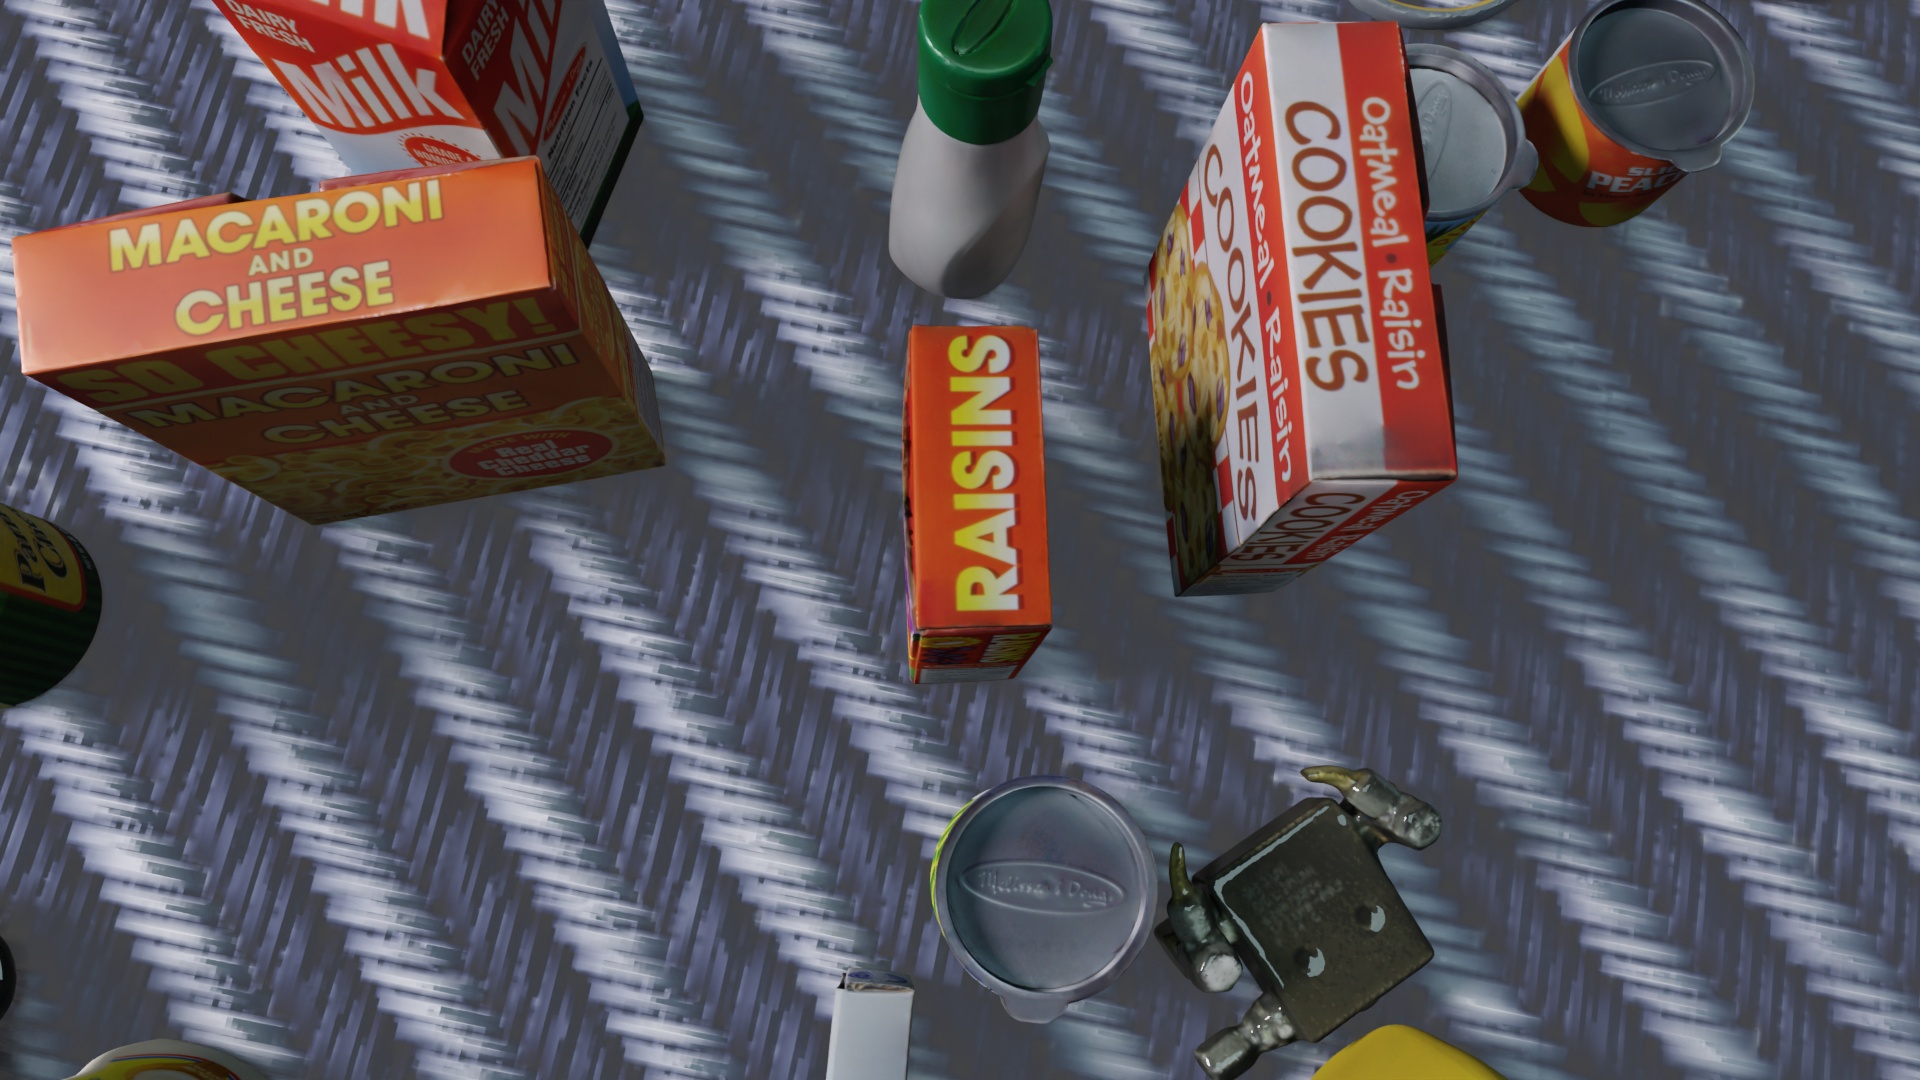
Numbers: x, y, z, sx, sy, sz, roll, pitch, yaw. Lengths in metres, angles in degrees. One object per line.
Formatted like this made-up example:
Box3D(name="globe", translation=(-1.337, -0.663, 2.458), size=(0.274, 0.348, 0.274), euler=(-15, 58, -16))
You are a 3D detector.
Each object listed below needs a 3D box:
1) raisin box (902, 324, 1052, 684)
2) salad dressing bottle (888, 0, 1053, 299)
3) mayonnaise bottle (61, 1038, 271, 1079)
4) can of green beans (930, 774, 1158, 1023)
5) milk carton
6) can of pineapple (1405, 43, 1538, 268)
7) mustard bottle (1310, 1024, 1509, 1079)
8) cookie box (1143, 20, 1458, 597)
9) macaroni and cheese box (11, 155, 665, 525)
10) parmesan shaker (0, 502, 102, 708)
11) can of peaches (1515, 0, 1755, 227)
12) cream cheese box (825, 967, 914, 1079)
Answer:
Box3D(name="raisin box", translation=(0.002, -0.005, 0.426), size=(0.040, 0.123, 0.086), euler=(-1, 78, -3))
Box3D(name="salad dressing bottle", translation=(0.004, -0.125, 0.440), size=(0.044, 0.147, 0.064), euler=(35, 79, 4))
Box3D(name="mayonnaise bottle", translation=(-0.230, 0.166, 0.362), size=(0.065, 0.147, 0.041), euler=(26, 78, 3))
Box3D(name="can of green beans", translation=(0.024, 0.108, 0.436), size=(0.071, 0.057, 0.071), euler=(1, 78, -3))
Box3D(name="milk carton", translation=(-0.156, -0.155, 0.416), size=(0.072, 0.190, 0.073), euler=(19, 78, 1))
Box3D(name="can of pineapple", translation=(0.159, -0.131, 0.496), size=(0.071, 0.057, 0.071), euler=(1, 78, -3))
Box3D(name="mustard bottle", translation=(0.134, 0.173, 0.375), size=(0.049, 0.160, 0.065), euler=(44, 79, 6))
Box3D(name="cookie box", translation=(0.094, -0.057, 0.420), size=(0.040, 0.167, 0.123), euler=(-3, 78, -4))
Box3D(name="macaroni and cheese box", translation=(-0.162, -0.050, 0.404), size=(0.124, 0.166, 0.040), euler=(-11, 79, -5))
Box3D(name="parmesan shaker", translation=(-0.319, 0.011, 0.414), size=(0.071, 0.103, 0.071), euler=(1, 78, -3))
Box3D(name="can of peaches", translation=(0.241, -0.153, 0.506), size=(0.071, 0.058, 0.071), euler=(1, 78, -3))
Box3D(name="cream cheese box", translation=(-0.030, 0.185, 0.418), size=(0.024, 0.053, 0.104), euler=(5, 77, -2))
